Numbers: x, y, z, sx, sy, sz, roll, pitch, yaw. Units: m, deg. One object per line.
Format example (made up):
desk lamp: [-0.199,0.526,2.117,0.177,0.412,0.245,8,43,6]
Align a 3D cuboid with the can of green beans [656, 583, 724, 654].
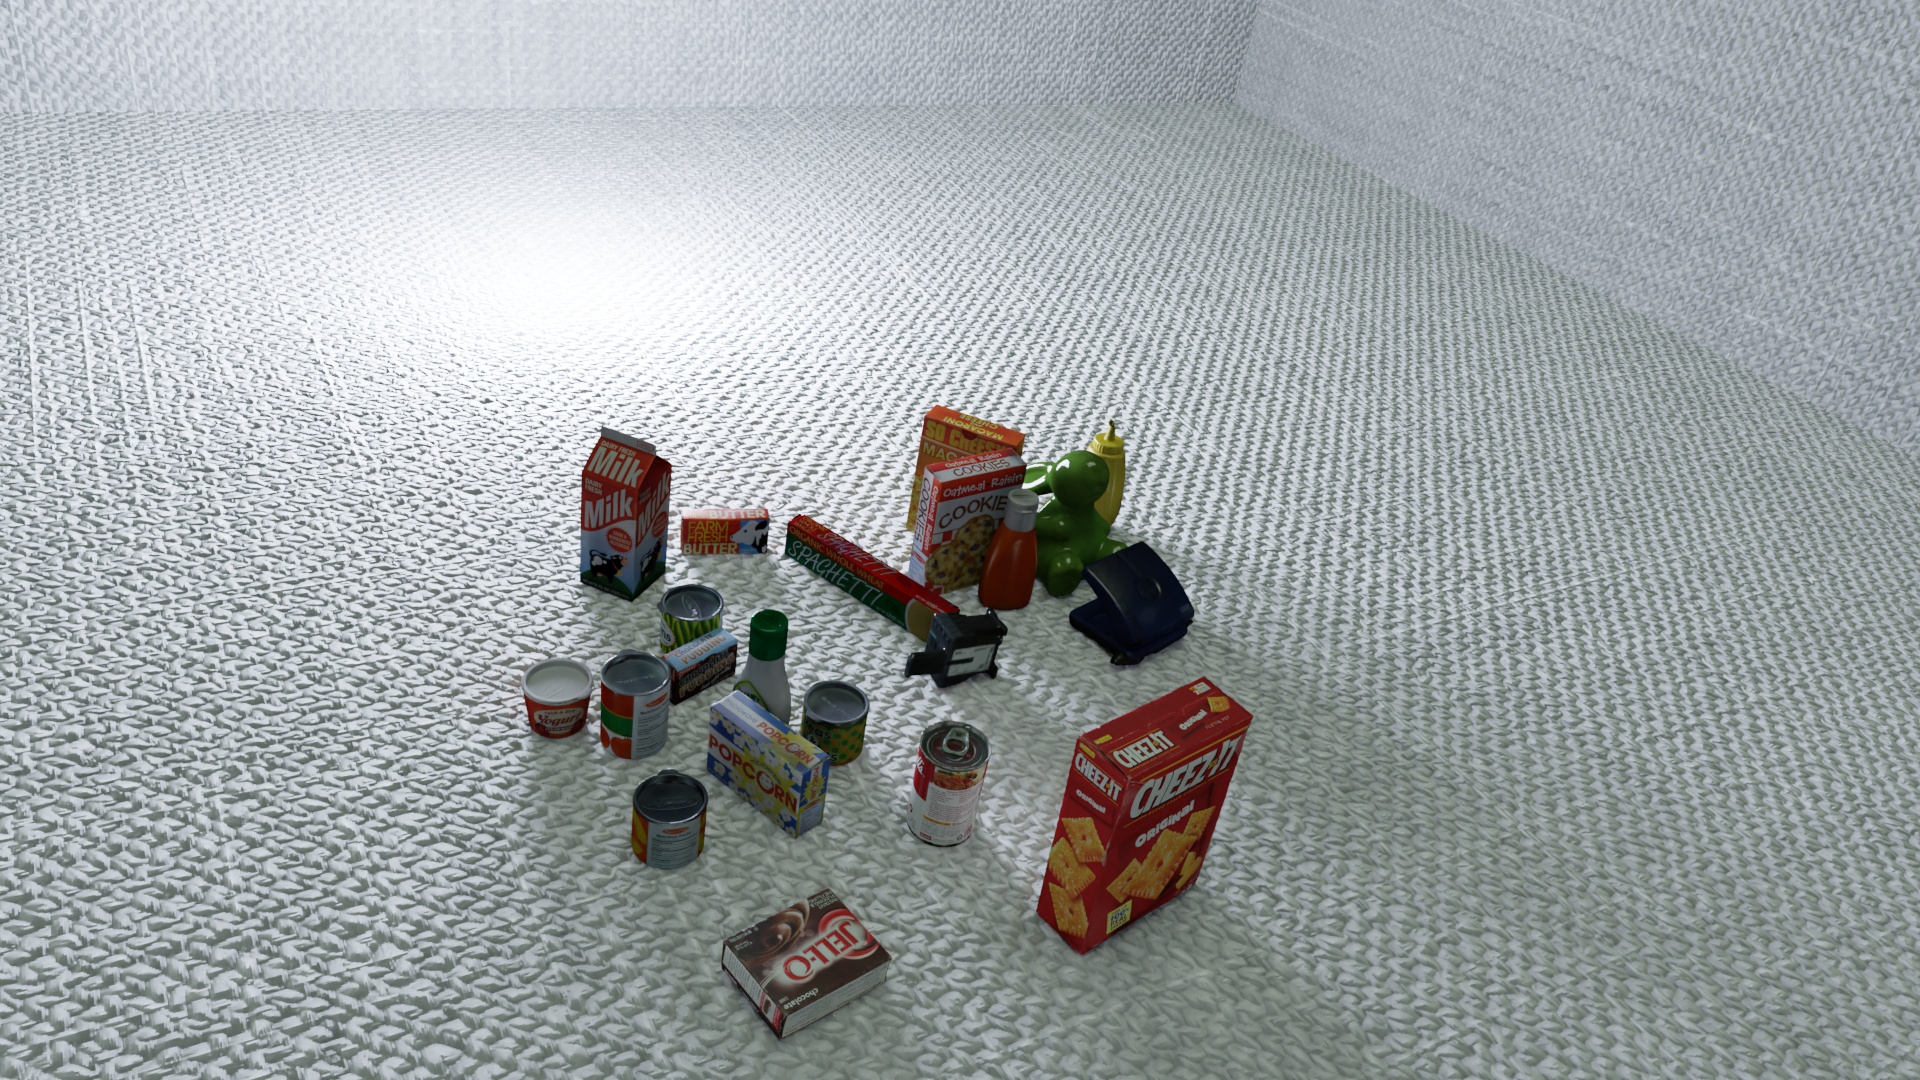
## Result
can of green beans: [-0.289,0.089,1.490,0.071,0.057,0.071,7,33,-5]

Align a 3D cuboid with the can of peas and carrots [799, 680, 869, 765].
can of peas and carrots: [-0.128,0.184,1.389,0.071,0.058,0.071,7,33,-5]

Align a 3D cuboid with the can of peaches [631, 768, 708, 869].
can of peaches: [-0.262,0.251,1.250,0.071,0.057,0.071,7,33,-5]

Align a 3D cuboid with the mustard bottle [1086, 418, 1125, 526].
mustard bottle: [0.184,-0.087,1.798,0.065,0.159,0.049,26,36,23]

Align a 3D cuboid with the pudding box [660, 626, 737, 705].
pudding box: [-0.272,0.129,1.440,0.030,0.049,0.084,31,38,29]

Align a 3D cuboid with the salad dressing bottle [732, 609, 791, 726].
salad dressing bottle: [-0.193,0.135,1.363,0.064,0.146,0.044,29,37,27]

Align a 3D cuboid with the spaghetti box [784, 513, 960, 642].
spaghetti box: [-0.107,0.045,1.614,0.250,0.050,0.029,30,37,27]

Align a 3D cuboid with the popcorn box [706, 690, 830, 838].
popcorn box: [-0.183,0.210,1.309,0.127,0.084,0.038,30,38,28]

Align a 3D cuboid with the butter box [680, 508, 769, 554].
butter box: [-0.280,-0.011,1.649,0.104,0.052,0.024,0,34,-16]

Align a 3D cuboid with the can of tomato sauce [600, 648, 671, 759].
can of tomato sauce: [-0.318,0.159,1.350,0.071,0.082,0.071,7,33,-5]

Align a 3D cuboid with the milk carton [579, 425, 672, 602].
milk carton: [-0.370,-0.035,1.535,0.072,0.189,0.074,19,34,13]

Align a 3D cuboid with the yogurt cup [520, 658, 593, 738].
yogurt cup: [-0.395,0.156,1.360,0.072,0.053,0.073,7,33,-5]

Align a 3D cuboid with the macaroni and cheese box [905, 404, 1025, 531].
macaroni and cheese box: [0.005,-0.071,1.717,0.124,0.165,0.040,19,34,14]

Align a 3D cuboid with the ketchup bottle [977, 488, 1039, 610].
ketchup bottle: [0.062,0.011,1.623,0.065,0.148,0.044,0,34,-16]

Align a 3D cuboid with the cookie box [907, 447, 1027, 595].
cookie box: [0.006,-0.021,1.639,0.123,0.166,0.040,-14,40,-33]
